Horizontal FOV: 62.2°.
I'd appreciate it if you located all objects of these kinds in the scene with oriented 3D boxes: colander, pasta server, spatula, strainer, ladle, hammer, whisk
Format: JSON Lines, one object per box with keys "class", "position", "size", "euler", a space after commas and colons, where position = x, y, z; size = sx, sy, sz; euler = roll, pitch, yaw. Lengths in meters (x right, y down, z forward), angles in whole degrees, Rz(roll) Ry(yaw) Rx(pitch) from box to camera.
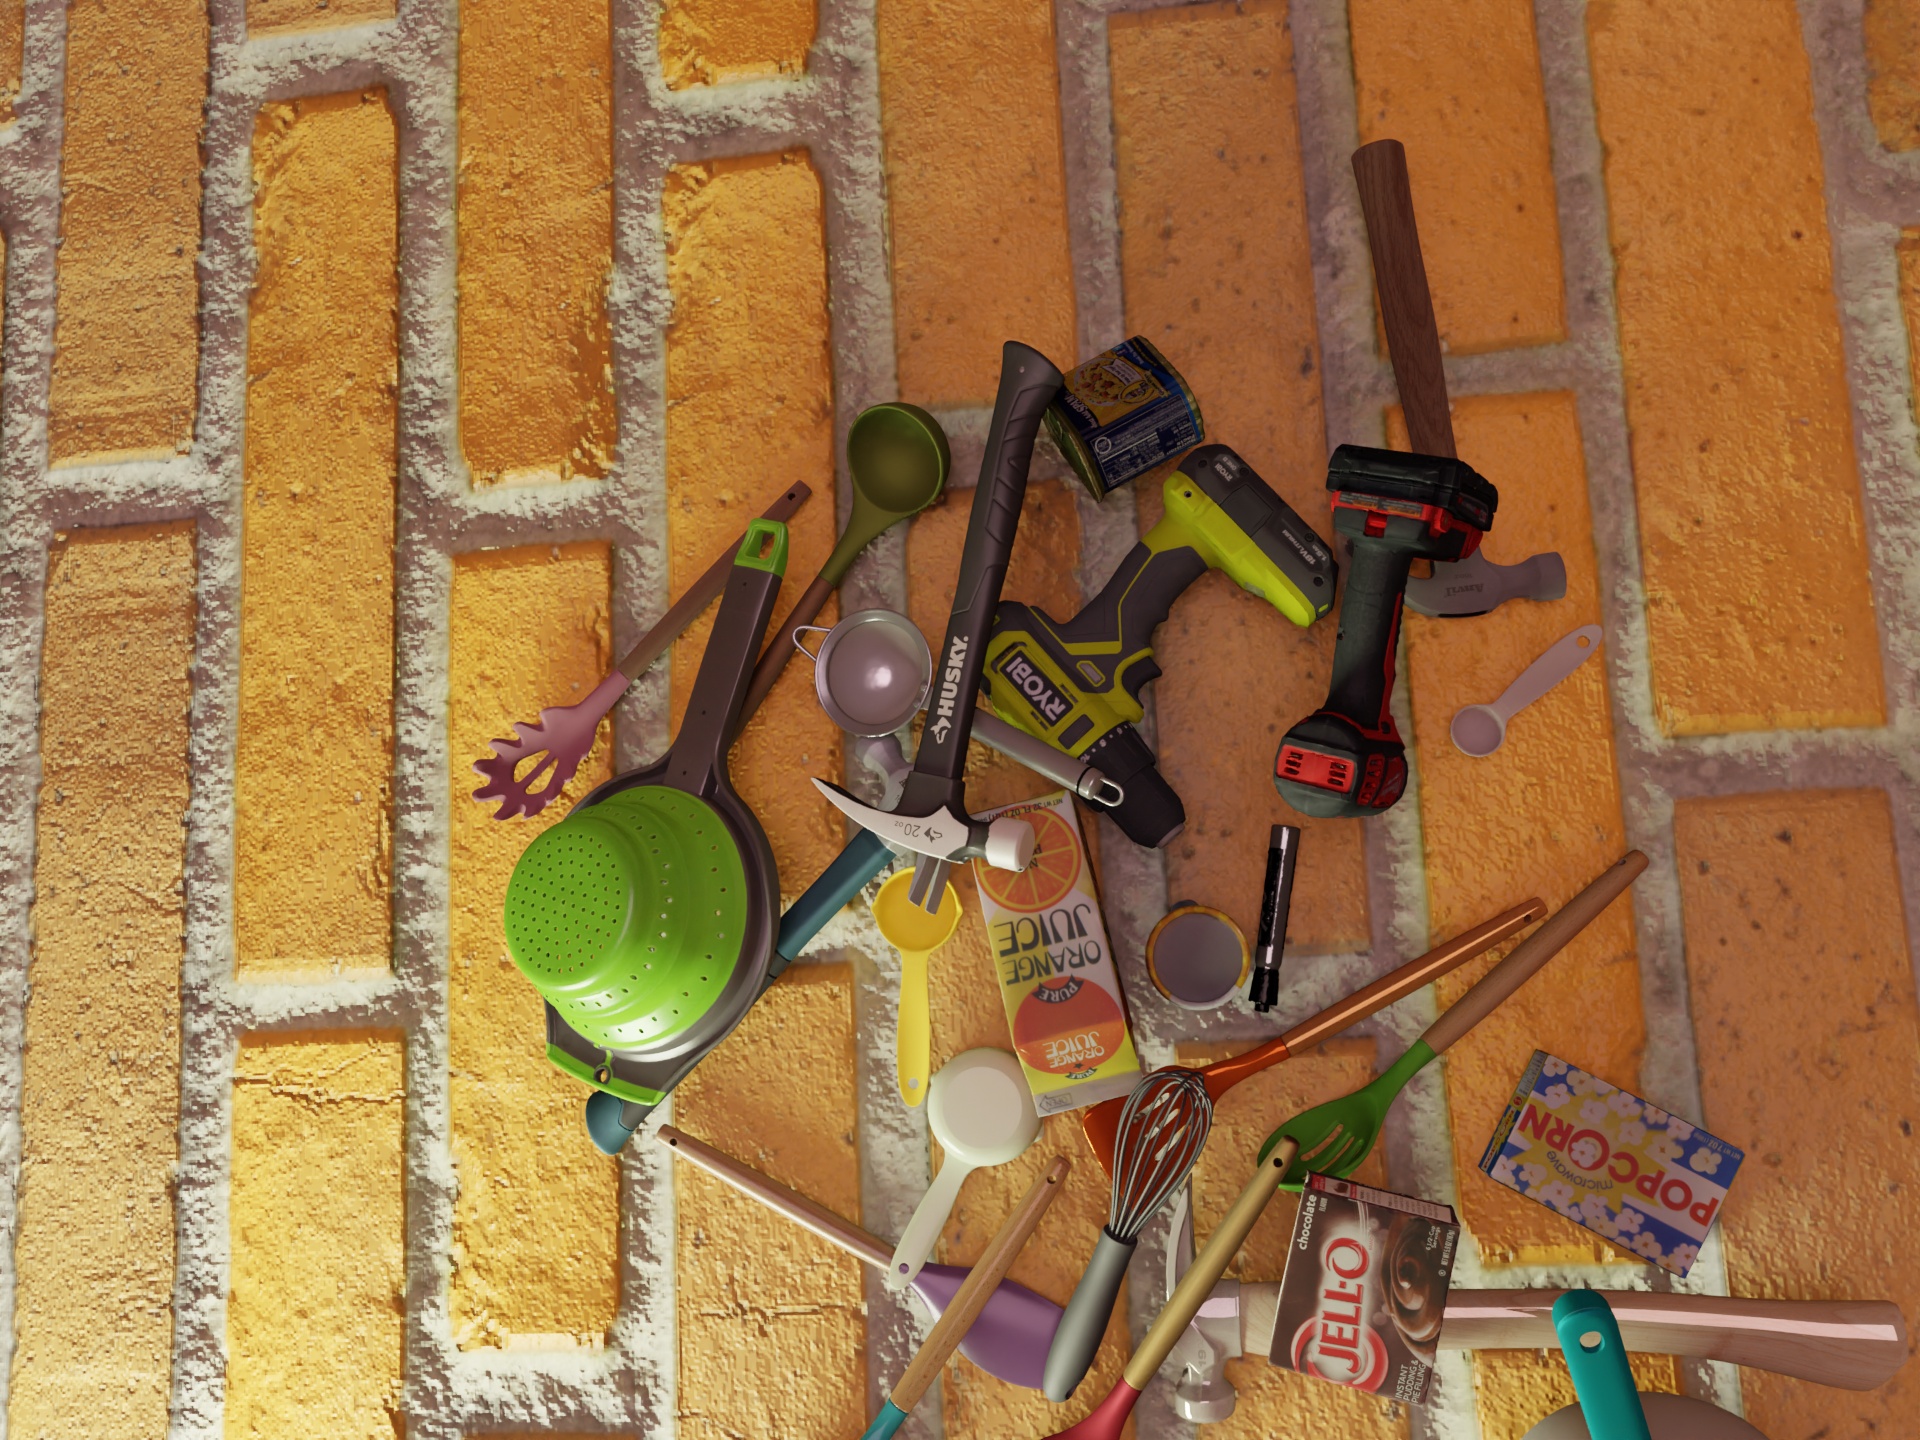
{"class": "colander", "position": [-0.202, 0.046, 1.038], "size": [0.205, 0.094, 0.397], "euler": [14, 84, 30]}
{"class": "pasta server", "position": [-0.218, -0.052, 1.114], "size": [0.060, 0.040, 0.316], "euler": [44, 89, 4]}
{"class": "spatula", "position": [-0.064, 0.345, 1.041], "size": [0.316, 0.018, 0.060], "euler": [26, 88, 11]}
{"class": "strainer", "position": [-0.002, -0.003, 1.037], "size": [0.259, 0.050, 0.087], "euler": [28, 96, 27]}
{"class": "spatula", "position": [-0.024, 0.409, 1.011], "size": [0.082, 0.044, 0.317], "euler": [35, 88, 11]}
{"class": "strainer", "position": [0.358, 0.397, 0.867], "size": [0.211, 0.095, 0.340], "euler": [-19, 118, 11]}
{"class": "ladle", "position": [0.119, 0.380, 0.961], "size": [0.069, 0.031, 0.315], "euler": [33, 102, 18]}
{"class": "hammer", "position": [0.304, -0.229, 1.059], "size": [0.130, 0.031, 0.331], "euler": [-9, 80, 7]}
{"class": "spatula", "position": [0.229, 0.198, 1.003], "size": [0.322, 0.041, 0.081], "euler": [-30, 101, 3]}
{"class": "hammer", "position": [0.006, -0.080, 1.010], "size": [0.146, 0.035, 0.335], "euler": [10, 83, 23]}
{"class": "hammer", "position": [-0.131, 0.159, 1.058], "size": [0.331, 0.033, 0.128], "euler": [-46, 51, 5]}
{"class": "ladle", "position": [-0.110, -0.076, 1.092], "size": [0.078, 0.062, 0.320], "euler": [33, 91, 14]}
{"class": "whisk", "position": [0.097, 0.318, 0.974], "size": [0.055, 0.055, 0.239], "euler": [22, 102, 11]}
{"class": "hammer", "position": [0.328, 0.345, 0.941], "size": [0.410, 0.038, 0.146], "euler": [-3, 91, 13]}

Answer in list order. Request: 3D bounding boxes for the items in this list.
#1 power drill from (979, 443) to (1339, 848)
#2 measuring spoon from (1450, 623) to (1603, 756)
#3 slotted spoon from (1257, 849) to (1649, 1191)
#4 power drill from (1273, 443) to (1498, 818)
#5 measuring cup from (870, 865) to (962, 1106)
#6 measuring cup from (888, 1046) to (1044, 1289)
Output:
{"class": "power drill", "position": [0.134, -0.048, 1.038], "size": [0.228, 0.080, 0.191], "euler": [-43, 77, 4]}
{"class": "measuring spoon", "position": [0.367, -0.020, 1.030], "size": [0.124, 0.018, 0.034], "euler": [-39, 76, -5]}
{"class": "slotted spoon", "position": [0.312, 0.188, 0.992], "size": [0.314, 0.070, 0.031], "euler": [-41, 110, -3]}
{"class": "power drill", "position": [0.257, -0.047, 0.971], "size": [0.079, 0.143, 0.219], "euler": [15, 94, 31]}
{"class": "measuring cup", "position": [-0.028, 0.175, 1.057], "size": [0.062, 0.029, 0.156], "euler": [0, 84, 9]}
{"class": "measuring cup", "position": [-0.005, 0.289, 1.021], "size": [0.083, 0.038, 0.167], "euler": [26, 80, 11]}
